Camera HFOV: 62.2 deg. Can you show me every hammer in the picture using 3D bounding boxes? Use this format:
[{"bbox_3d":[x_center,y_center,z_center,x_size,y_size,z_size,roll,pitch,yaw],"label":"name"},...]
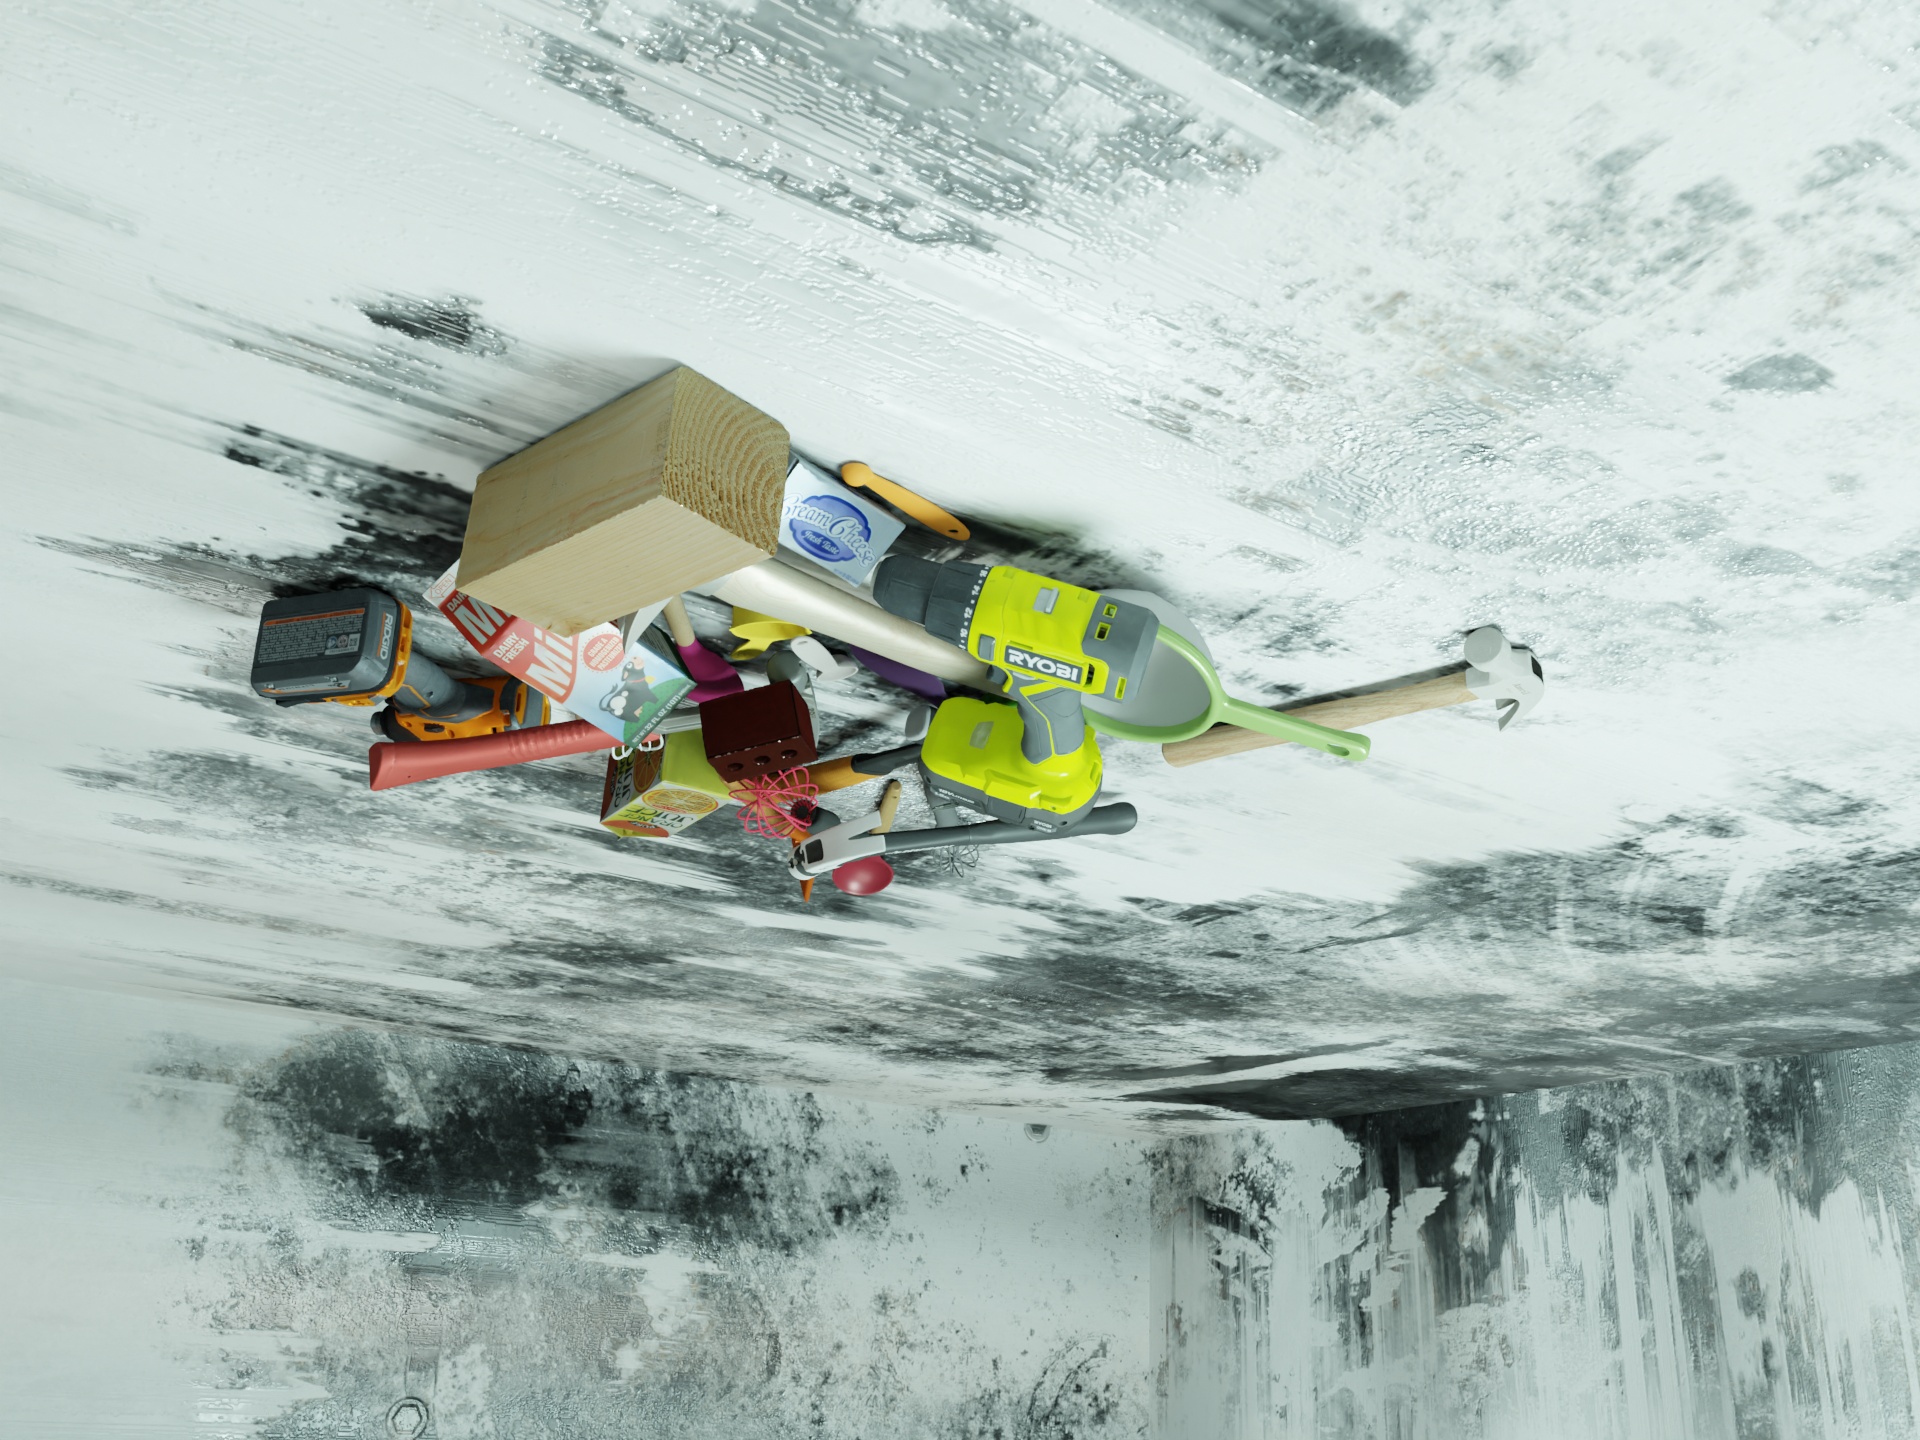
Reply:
[{"bbox_3d":[-0.295,0.014,1.293,0.359,0.037,0.149,-10,156,-5],"label":"hammer"},{"bbox_3d":[-0.087,0.045,1.437,0.127,0.034,0.337,22,157,-36],"label":"hammer"},{"bbox_3d":[-0.050,-0.054,1.174,0.410,0.038,0.146,18,130,-39],"label":"hammer"},{"bbox_3d":[0.313,-0.004,1.305,0.331,0.031,0.130,-15,151,39],"label":"hammer"},{"bbox_3d":[0.019,0.103,1.466,0.334,0.035,0.146,-4,167,-28],"label":"hammer"}]

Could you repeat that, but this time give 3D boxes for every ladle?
[{"bbox_3d":[-0.090,0.125,1.687,0.069,0.031,0.315,4,156,-9],"label":"ladle"}]

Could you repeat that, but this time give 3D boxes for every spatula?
[{"bbox_3d":[-0.002,-0.004,1.365,0.060,0.018,0.315,4,161,31],"label":"spatula"},{"bbox_3d":[-0.178,0.098,1.494,0.041,0.081,0.322,-16,160,5],"label":"spatula"}]

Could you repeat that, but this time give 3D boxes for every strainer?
[{"bbox_3d":[0.173,-0.037,1.141,0.256,0.069,0.151,18,150,7],"label":"strainer"}]

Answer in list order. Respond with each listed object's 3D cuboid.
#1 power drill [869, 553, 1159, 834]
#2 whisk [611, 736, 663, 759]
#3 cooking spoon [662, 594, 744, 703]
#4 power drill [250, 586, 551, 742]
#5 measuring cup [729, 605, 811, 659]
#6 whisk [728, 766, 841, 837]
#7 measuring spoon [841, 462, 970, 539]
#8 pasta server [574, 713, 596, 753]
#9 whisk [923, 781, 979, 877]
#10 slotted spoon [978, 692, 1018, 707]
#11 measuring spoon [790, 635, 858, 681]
[{"bbox_3d":[0.029,-0.023,1.117,0.190,0.080,0.228,17,147,9],"label":"power drill"},{"bbox_3d":[-0.275,-0.031,1.303,0.058,0.059,0.246,30,155,8],"label":"whisk"},{"bbox_3d":[-0.216,-0.074,1.218,0.069,0.017,0.318,11,157,6],"label":"cooking spoon"},{"bbox_3d":[-0.463,-0.028,1.293,0.164,0.084,0.226,-5,161,20],"label":"power drill"},{"bbox_3d":[-0.156,-0.072,1.222,0.062,0.029,0.156,1,172,-18],"label":"measuring cup"},{"bbox_3d":[-0.145,0.079,1.416,0.073,0.073,0.295,0,170,7],"label":"whisk"},{"bbox_3d":[-0.034,-0.140,1.042,0.021,0.011,0.116,-16,151,39],"label":"measuring spoon"},{"bbox_3d":[-0.324,-0.023,1.339,0.060,0.040,0.316,18,158,-2],"label":"pasta server"},{"bbox_3d":[-0.014,0.101,1.592,0.055,0.055,0.238,1,154,6],"label":"whisk"},{"bbox_3d":[0.077,0.030,1.429,0.070,0.031,0.313,-3,159,16],"label":"slotted spoon"},{"bbox_3d":[-0.110,-0.053,1.235,0.034,0.018,0.124,-18,165,8],"label":"measuring spoon"}]
